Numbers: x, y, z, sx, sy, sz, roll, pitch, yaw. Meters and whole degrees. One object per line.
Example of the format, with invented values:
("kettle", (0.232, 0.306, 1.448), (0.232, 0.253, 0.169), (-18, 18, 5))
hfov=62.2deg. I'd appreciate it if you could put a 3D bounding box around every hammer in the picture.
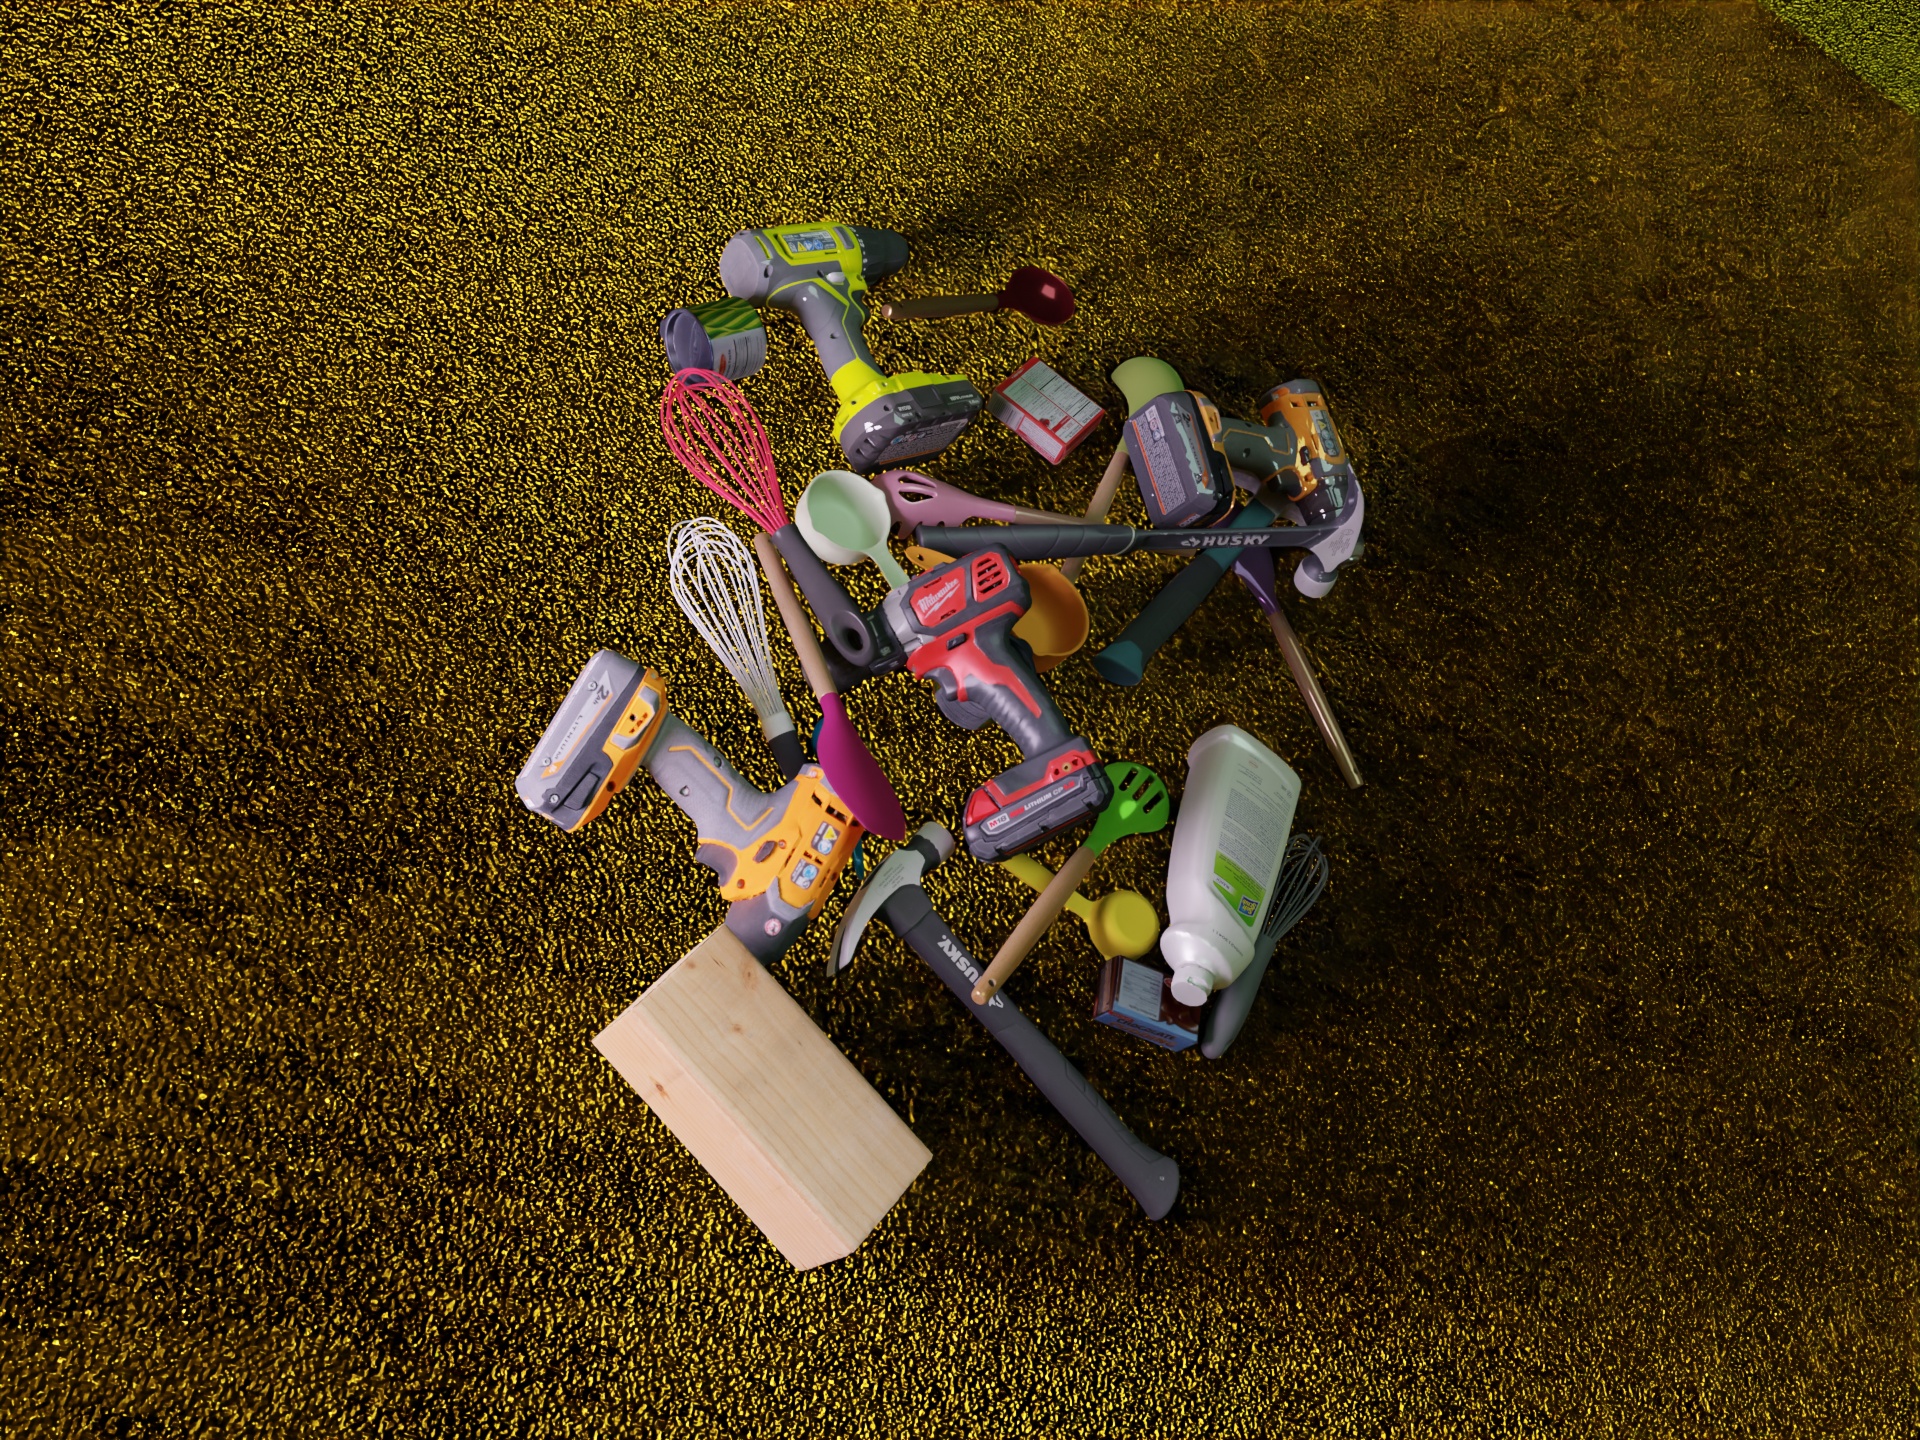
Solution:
("hammer", (0.228, -0.136, 1.482), (0.128, 0.033, 0.331), (43, 55, 2))
("hammer", (0.161, -0.159, 1.382), (0.409, 0.149, 0.036), (-3, 56, -15))
("hammer", (0.042, 0.241, 1.187), (0.335, 0.035, 0.146), (48, 51, -1))

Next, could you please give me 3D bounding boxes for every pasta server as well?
("pasta server", (0.066, -0.173, 1.397), (0.316, 0.040, 0.060), (8, 64, -23))

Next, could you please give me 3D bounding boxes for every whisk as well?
("whisk", (-0.147, -0.160, 1.235), (0.073, 0.073, 0.296), (-21, 69, -37))
("whisk", (-0.151, -0.024, 1.198), (0.070, 0.070, 0.285), (-19, 81, -36))
("whisk", (0.255, 0.186, 1.336), (0.055, 0.055, 0.239), (40, 56, -8))

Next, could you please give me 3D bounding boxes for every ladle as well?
("ladle", (0.017, -0.379, 1.445), (0.069, 0.031, 0.315), (53, 34, 6))
("ladle", (0.137, -0.222, 1.486), (0.078, 0.062, 0.320), (30, 61, -9))

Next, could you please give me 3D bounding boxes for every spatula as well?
("spatula", (0.314, -0.080, 1.525), (0.059, 0.018, 0.316), (-12, 72, -32))

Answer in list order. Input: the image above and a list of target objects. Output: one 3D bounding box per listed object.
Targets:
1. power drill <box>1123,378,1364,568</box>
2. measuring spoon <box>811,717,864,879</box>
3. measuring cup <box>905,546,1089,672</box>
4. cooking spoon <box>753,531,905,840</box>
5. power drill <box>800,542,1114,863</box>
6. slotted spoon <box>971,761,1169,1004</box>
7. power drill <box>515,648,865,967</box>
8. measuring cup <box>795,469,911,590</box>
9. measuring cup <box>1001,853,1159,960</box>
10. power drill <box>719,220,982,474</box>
("power drill", (0.277, -0.224, 1.485), (0.226, 0.084, 0.185), (-10, 77, -34))
("measuring spoon", (-0.094, 0.060, 1.209), (0.042, 0.021, 0.129), (29, 48, -72))
("measuring cup", (0.022, -0.099, 1.340), (0.173, 0.052, 0.095), (22, 56, -18))
("cooking spoon", (-0.105, -0.034, 1.181), (0.068, 0.017, 0.319), (21, 33, -43))
("power drill", (-0.002, -0.004, 1.217), (0.188, 0.080, 0.227), (-27, 79, 4))
("slotted spoon", (0.091, 0.121, 1.255), (0.070, 0.031, 0.314), (42, 45, 2))
("power drill", (-0.187, 0.070, 1.100), (0.226, 0.084, 0.164), (32, 75, -17))
("measuring cup", (-0.073, -0.127, 1.307), (0.083, 0.038, 0.167), (-34, 88, -38))
("measuring cup", (0.094, 0.138, 1.273), (0.156, 0.029, 0.062), (34, 53, -14))
("power drill", (-0.080, -0.338, 1.387), (0.190, 0.080, 0.228), (-22, 76, -42))
